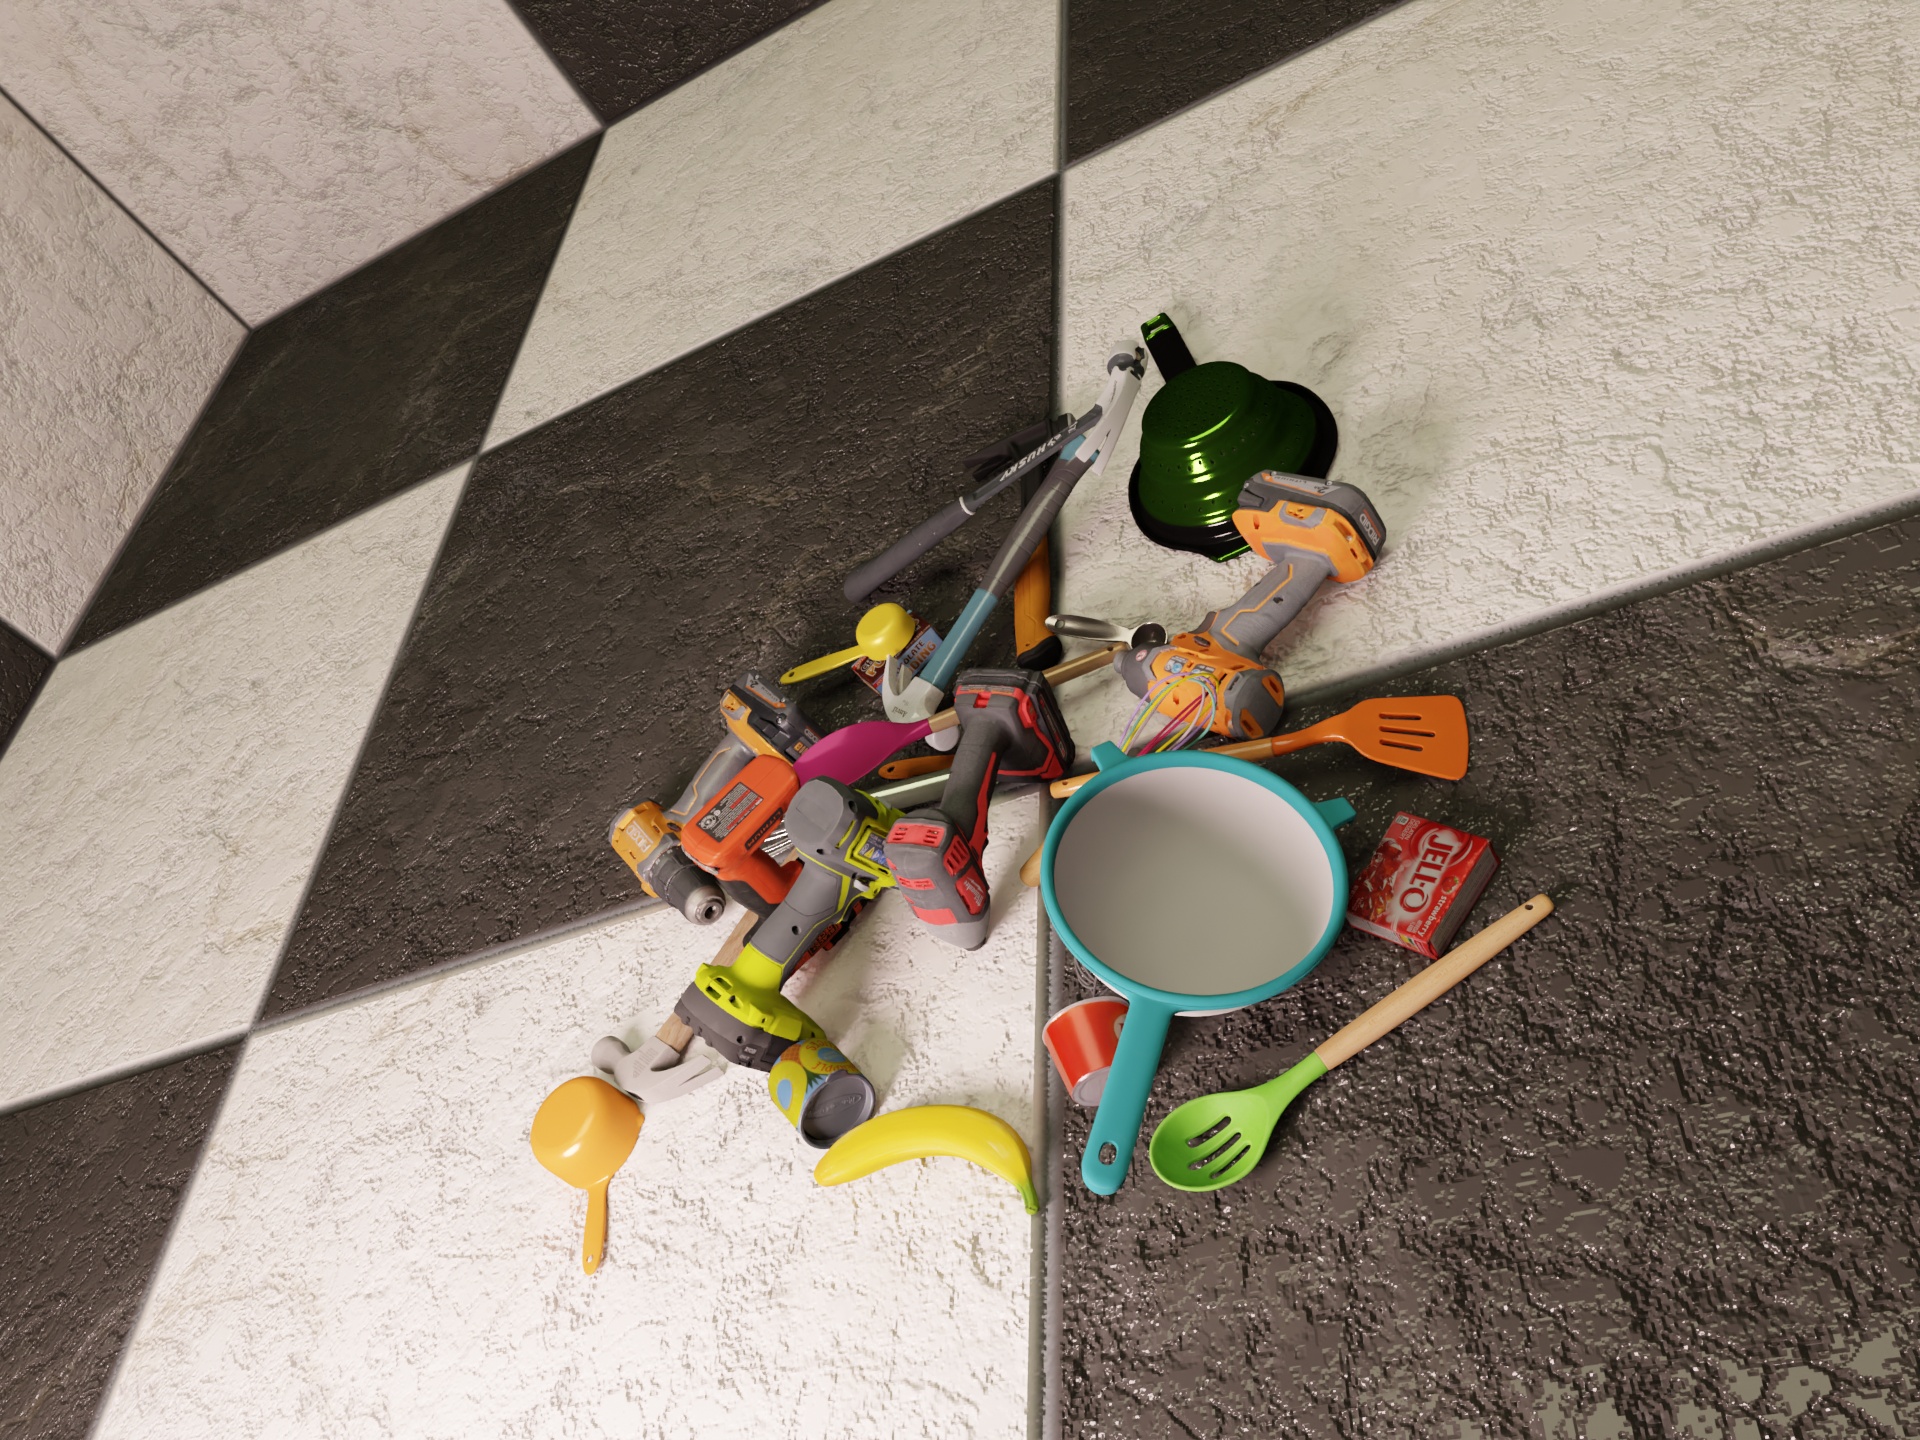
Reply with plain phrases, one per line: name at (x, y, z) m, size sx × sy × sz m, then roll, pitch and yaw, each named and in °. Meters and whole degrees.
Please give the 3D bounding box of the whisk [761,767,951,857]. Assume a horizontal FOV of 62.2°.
whisk at (-0.099, 0.077, 1.405) m, size 0.246 × 0.057 × 0.059 m, roll -15°, pitch 55°, yaw 3°

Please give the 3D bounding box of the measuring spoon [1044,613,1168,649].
measuring spoon at (0.130, -0.076, 1.411) m, size 0.124 × 0.018 × 0.034 m, roll 13°, pitch 75°, yaw 33°

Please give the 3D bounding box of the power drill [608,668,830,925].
power drill at (-0.222, 0.078, 1.512) m, size 0.226 × 0.084 × 0.186 m, roll -49°, pitch 40°, yaw -4°

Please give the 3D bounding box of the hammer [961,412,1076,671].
hammer at (0.063, -0.171, 1.554) m, size 0.127 × 0.034 × 0.337 m, roll -20°, pitch 43°, yaw 21°

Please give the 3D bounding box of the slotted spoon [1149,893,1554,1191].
slotted spoon at (0.260, 0.211, 1.048) m, size 0.314 × 0.031 × 0.070 m, roll -36°, pitch 40°, yaw 2°

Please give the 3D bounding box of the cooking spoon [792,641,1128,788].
cooking spoon at (-0.002, -0.004, 1.397) m, size 0.319 × 0.017 × 0.069 m, roll -22°, pitch 45°, yaw 7°

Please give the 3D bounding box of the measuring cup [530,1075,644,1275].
measuring cup at (-0.318, 0.375, 1.325) m, size 0.095 × 0.052 × 0.174 m, roll -28°, pitch 39°, yaw 14°

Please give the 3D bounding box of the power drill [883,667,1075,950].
power drill at (0.016, 0.074, 1.288) m, size 0.078 × 0.143 × 0.220 m, roll 2°, pitch 48°, yaw 28°

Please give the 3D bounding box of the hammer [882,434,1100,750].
hammer at (0.034, -0.128, 1.485) m, size 0.128 × 0.033 × 0.331 m, roll 25°, pitch 80°, yaw 52°

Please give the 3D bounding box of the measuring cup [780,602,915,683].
measuring cup at (-0.117, -0.072, 1.557) m, size 0.156 × 0.029 × 0.062 m, roll -21°, pitch 41°, yaw 21°

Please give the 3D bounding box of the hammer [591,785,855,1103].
hammer at (-0.189, 0.194, 1.411) m, size 0.130 × 0.031 × 0.331 m, roll 18°, pitch 66°, yaw 47°

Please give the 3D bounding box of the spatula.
spatula at (0.221, 0.031, 1.221) m, size 0.322 × 0.041 × 0.081 m, roll -12°, pitch 44°, yaw 25°

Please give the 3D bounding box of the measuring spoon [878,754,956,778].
measuring spoon at (-0.028, 0.038, 1.447) m, size 0.117 × 0.011 × 0.021 m, roll -9°, pitch 48°, yaw 32°

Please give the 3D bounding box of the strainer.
strainer at (0.141, 0.178, 1.091) m, size 0.211 × 0.095 × 0.341 m, roll 14°, pitch 54°, yaw 13°

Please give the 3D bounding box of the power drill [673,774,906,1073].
power drill at (-0.109, 0.167, 1.277) m, size 0.080 × 0.190 × 0.228 m, roll 31°, pitch 88°, yaw 35°

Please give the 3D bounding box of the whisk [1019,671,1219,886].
whisk at (0.121, 0.050, 1.230) m, size 0.051 × 0.047 × 0.245 m, roll 46°, pitch 123°, yaw 13°

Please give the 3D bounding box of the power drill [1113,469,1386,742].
power drill at (0.232, -0.096, 1.318) m, size 0.164 × 0.084 × 0.226 m, roll 21°, pitch 72°, yaw 48°

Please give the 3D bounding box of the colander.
colander at (0.219, -0.314, 1.518) m, size 0.204 × 0.094 × 0.398 m, roll -29°, pitch 41°, yaw 13°

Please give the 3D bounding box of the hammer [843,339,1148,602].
hammer at (0.018, -0.210, 1.528) m, size 0.409 × 0.036 × 0.149 m, roll -30°, pitch 31°, yaw 42°

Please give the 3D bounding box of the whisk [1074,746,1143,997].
whisk at (0.124, 0.111, 1.234) m, size 0.055 × 0.055 × 0.239 m, roll -14°, pitch 42°, yaw 28°
